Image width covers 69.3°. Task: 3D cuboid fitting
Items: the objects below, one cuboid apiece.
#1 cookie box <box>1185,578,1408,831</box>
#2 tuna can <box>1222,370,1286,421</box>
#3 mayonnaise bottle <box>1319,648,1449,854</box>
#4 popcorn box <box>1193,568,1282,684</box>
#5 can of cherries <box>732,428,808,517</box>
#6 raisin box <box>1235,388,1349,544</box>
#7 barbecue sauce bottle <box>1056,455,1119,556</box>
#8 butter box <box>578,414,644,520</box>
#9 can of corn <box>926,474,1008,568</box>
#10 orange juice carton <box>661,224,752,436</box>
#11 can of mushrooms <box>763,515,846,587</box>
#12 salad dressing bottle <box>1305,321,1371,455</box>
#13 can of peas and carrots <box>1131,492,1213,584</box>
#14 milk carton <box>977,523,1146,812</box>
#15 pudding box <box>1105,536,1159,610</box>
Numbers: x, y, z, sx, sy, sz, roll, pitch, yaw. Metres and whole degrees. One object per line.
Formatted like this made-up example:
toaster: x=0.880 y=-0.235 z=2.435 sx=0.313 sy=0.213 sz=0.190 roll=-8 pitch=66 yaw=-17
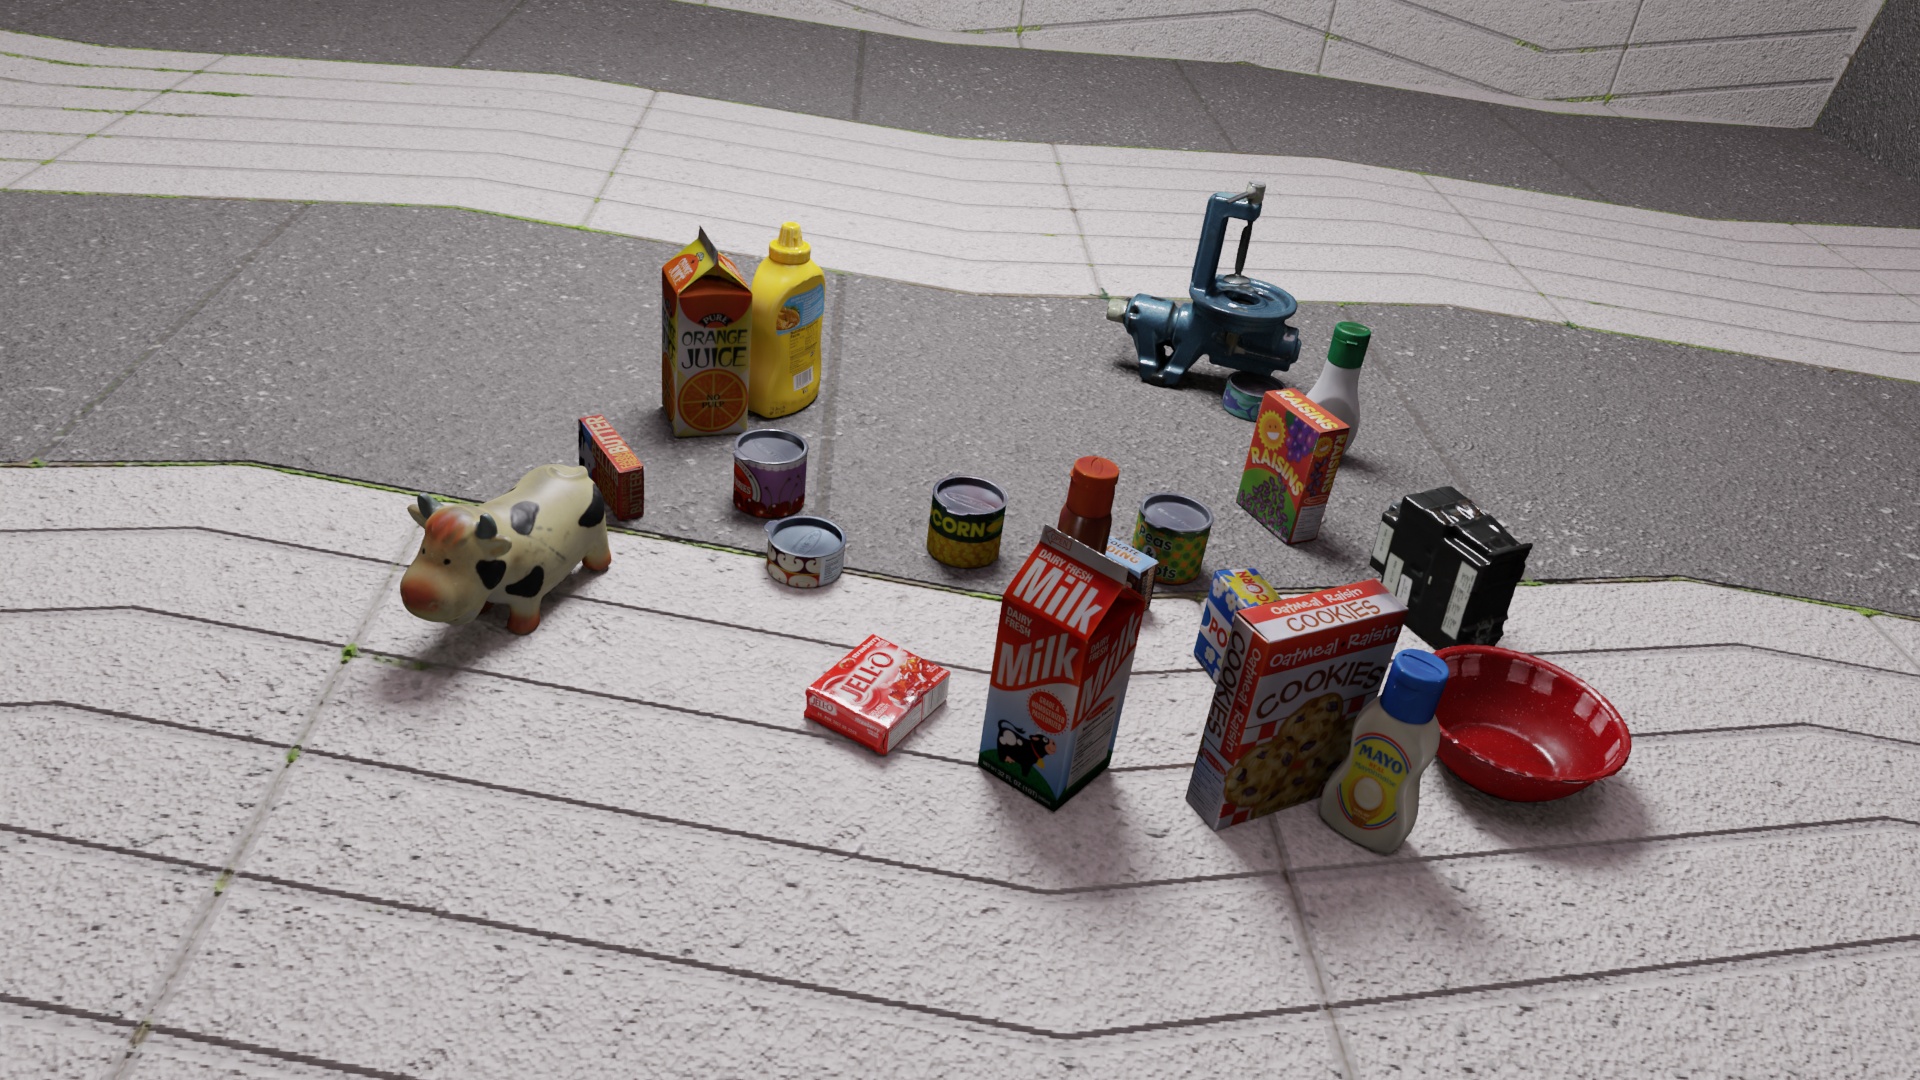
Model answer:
cookie box: x=0.231 y=0.113 z=0.965 sx=0.123 sy=0.166 sz=0.040 roll=-10 pitch=36 yaw=-27
tuna can: x=0.328 y=-0.159 z=1.545 sx=0.071 sy=0.032 sz=0.071 roll=6 pitch=32 yaw=-4
mayonnaise bottle: x=0.294 y=0.143 z=0.951 sx=0.065 sy=0.147 sz=0.041 roll=28 pitch=37 yaw=29
popcorn box: x=0.233 y=0.090 z=1.079 sx=0.038 sy=0.084 sz=0.127 roll=-5 pitch=34 yaw=-20
can of cherries: x=-0.174 y=-0.060 z=1.252 sx=0.071 sy=0.058 sz=0.072 roll=6 pitch=32 yaw=-4
raisin box: x=0.314 y=-0.071 z=1.317 sx=0.040 sy=0.122 sz=0.086 roll=-9 pitch=36 yaw=-25
barbecue sauce bottle: x=0.098 y=0.004 z=1.127 sx=0.044 sy=0.147 sz=0.065 roll=10 pitch=32 yaw=3
butter box: x=-0.311 y=-0.066 z=1.234 sx=0.024 sy=0.052 sz=0.104 roll=-14 pitch=38 yaw=-31
can of corn: x=0.004 y=-0.015 z=1.221 sx=0.071 sy=0.058 sz=0.071 roll=6 pitch=32 yaw=-4
orange juice carton: x=-0.244 y=-0.200 z=1.332 sx=0.073 sy=0.191 sz=0.072 roll=-6 pitch=34 yaw=-21
can of mushrooms: x=-0.133 y=0.008 z=1.176 sx=0.071 sy=0.033 sz=0.071 roll=6 pitch=32 yaw=-4
salad dressing bottle: x=0.390 y=-0.153 z=1.442 sx=0.064 sy=0.146 sz=0.044 roll=12 pitch=32 yaw=6
can of peas and carrots: x=0.186 y=-0.001 z=1.238 sx=0.071 sy=0.058 sz=0.071 roll=6 pitch=32 yaw=-4
milk carton: x=0.071 y=0.083 z=0.955 sx=0.072 sy=0.189 sz=0.074 roll=28 pitch=37 yaw=29
pudding box: x=0.126 y=0.024 z=1.193 sx=0.084 sy=0.049 sz=0.030 roll=30 pitch=38 yaw=31
